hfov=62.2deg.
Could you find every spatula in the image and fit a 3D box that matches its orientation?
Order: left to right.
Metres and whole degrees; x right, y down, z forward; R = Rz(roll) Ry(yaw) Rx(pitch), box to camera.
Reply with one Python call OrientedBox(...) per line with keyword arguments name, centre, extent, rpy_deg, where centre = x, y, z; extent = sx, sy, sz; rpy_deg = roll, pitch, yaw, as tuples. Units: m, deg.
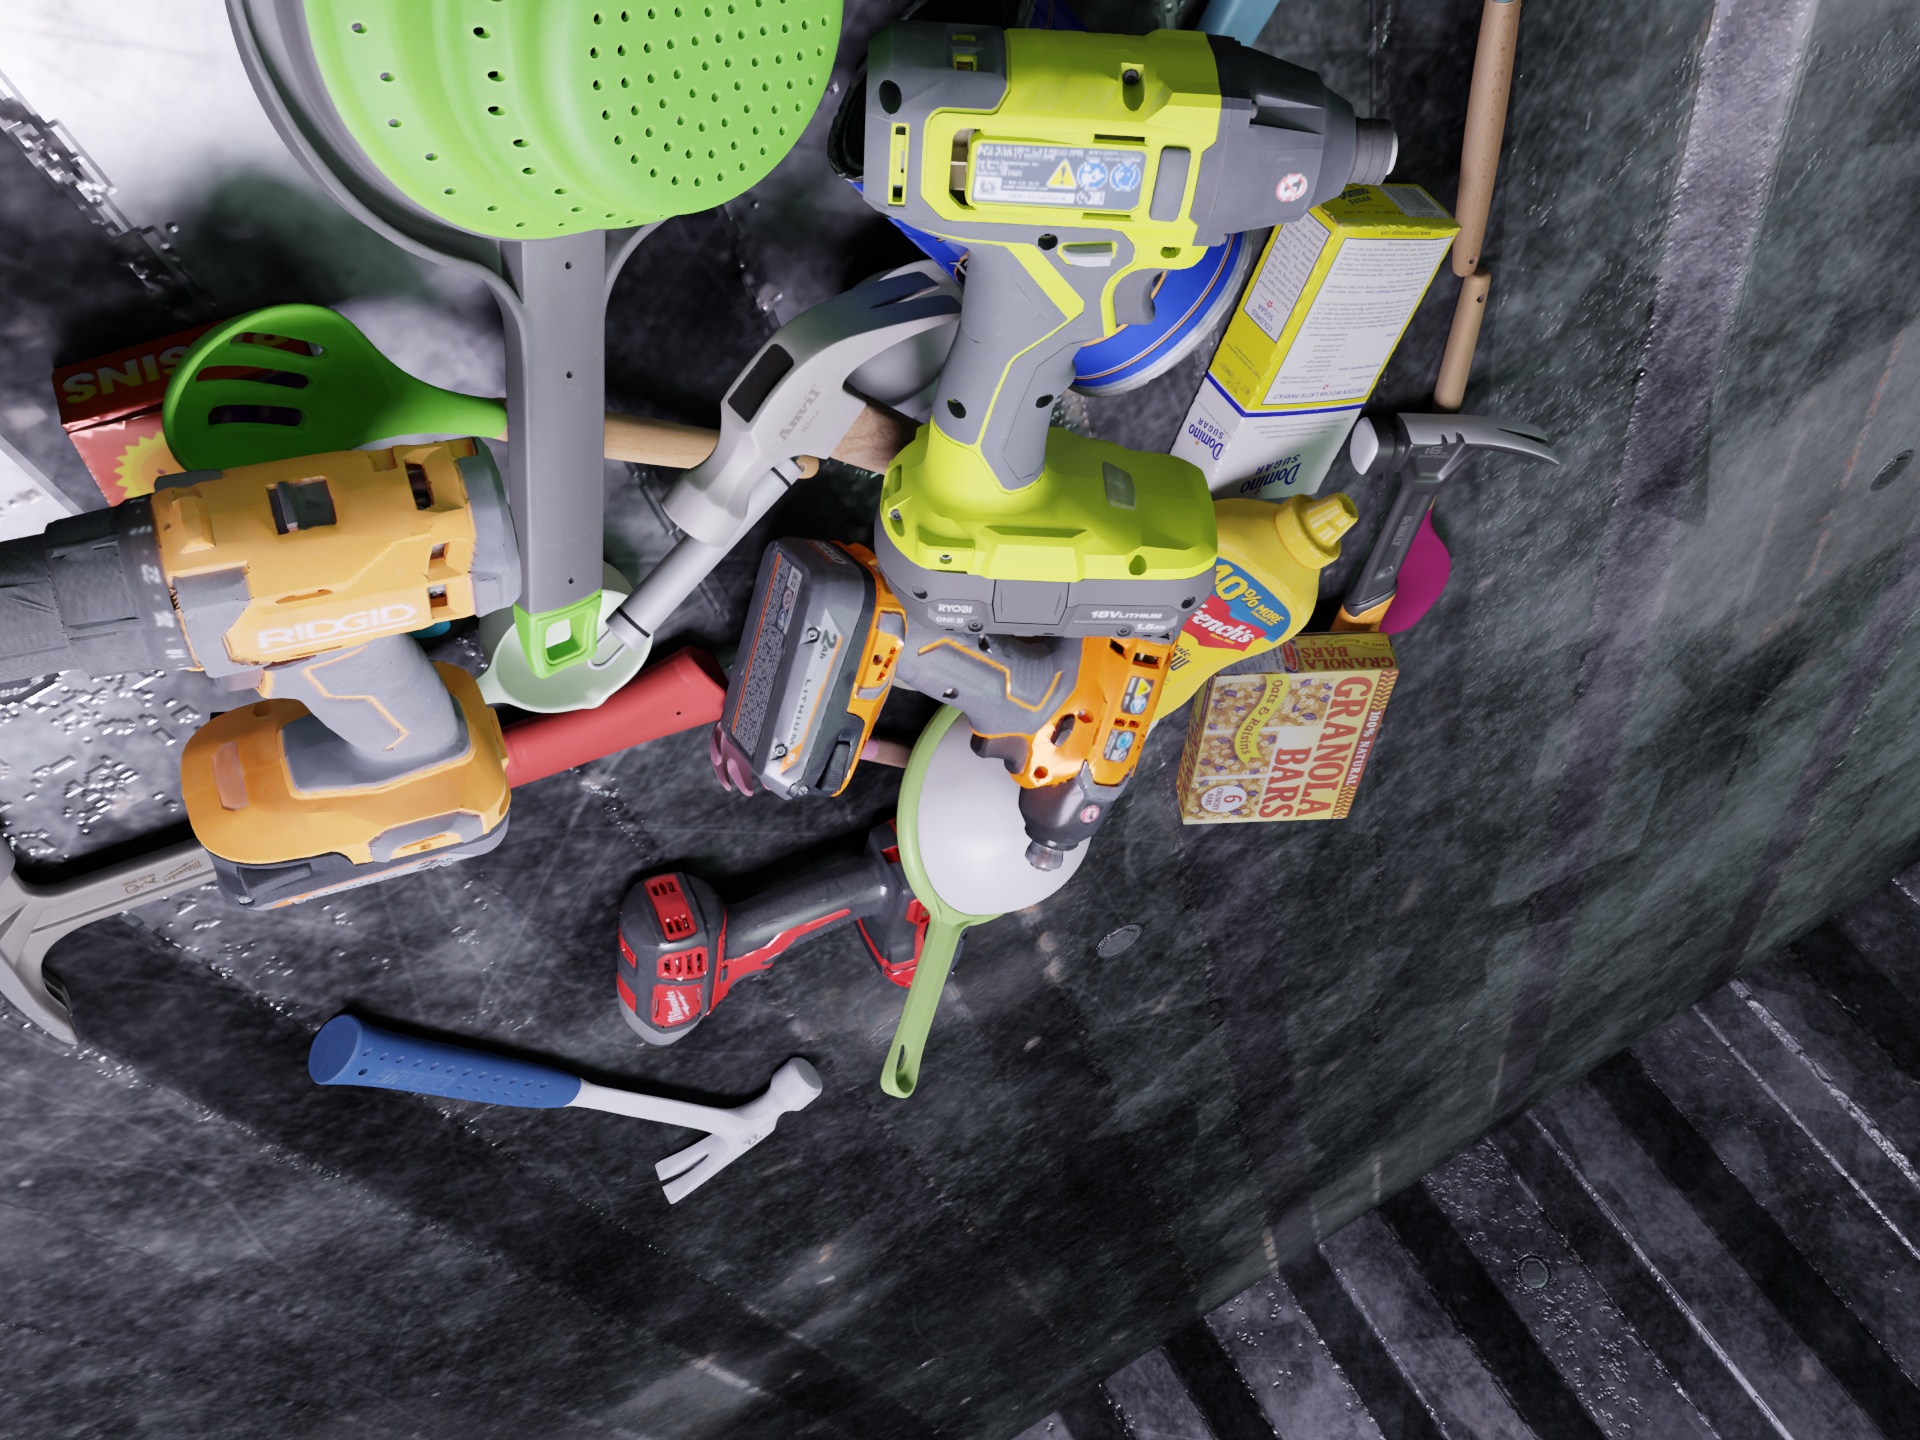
OrientedBox(name="spatula", centre=(0.250, -0.332, 0.757), extent=(0.082, 0.044, 0.317), rpy_deg=(-31, 151, -6))

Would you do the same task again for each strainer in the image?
OrientedBox(name="strainer", centre=(-0.075, -0.119, 0.695), extent=(0.258, 0.050, 0.086), rpy_deg=(-47, 151, -2))
OrientedBox(name="strainer", centre=(0.019, 0.102, 0.940), extent=(0.151, 0.069, 0.256), rpy_deg=(34, 70, -47))

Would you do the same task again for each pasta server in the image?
OrientedBox(name="pasta server", centre=(-0.032, 0.024, 0.953), extent=(0.316, 0.040, 0.060), rpy_deg=(13, 114, -49))

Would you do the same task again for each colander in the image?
OrientedBox(name="colander", centre=(-0.115, -0.158, 0.531), extent=(0.204, 0.095, 0.396), rpy_deg=(-29, 143, -38))

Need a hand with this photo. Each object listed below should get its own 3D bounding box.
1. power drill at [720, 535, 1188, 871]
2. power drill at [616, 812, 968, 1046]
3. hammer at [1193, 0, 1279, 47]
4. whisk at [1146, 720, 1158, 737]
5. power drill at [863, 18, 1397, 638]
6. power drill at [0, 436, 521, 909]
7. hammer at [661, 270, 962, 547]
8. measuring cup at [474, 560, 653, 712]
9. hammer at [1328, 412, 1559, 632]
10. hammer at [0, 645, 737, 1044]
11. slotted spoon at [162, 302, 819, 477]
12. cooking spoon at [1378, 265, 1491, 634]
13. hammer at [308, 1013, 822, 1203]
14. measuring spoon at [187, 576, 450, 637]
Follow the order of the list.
OrientedBox(name="power drill", centre=(-0.001, -0.003, 0.819), extent=(0.226, 0.084, 0.164), rpy_deg=(7, 109, -30))
OrientedBox(name="power drill", centre=(-0.109, 0.138, 1.001), extent=(0.219, 0.079, 0.143), rpy_deg=(-13, 141, -25))
OrientedBox(name="hammer", centre=(0.081, -0.241, 0.717), extent=(0.128, 0.033, 0.331), rpy_deg=(-1, 135, -41))
OrientedBox(name="whisk", centre=(0.127, -0.023, 1.023), extent=(0.058, 0.059, 0.246), rpy_deg=(-43, 163, -41))
OrientedBox(name="power drill", centre=(0.049, -0.133, 0.574), extent=(0.171, 0.080, 0.223), rpy_deg=(2, 139, -4))
OrientedBox(name="power drill", centre=(-0.253, -0.009, 0.574), extent=(0.185, 0.084, 0.226), rpy_deg=(-14, 156, -21))
OrientedBox(name="hammer", centre=(0.008, -0.114, 0.739), extent=(0.130, 0.031, 0.331), rpy_deg=(-51, 154, 17))
OrientedBox(name="measuring cup", centre=(-0.225, -0.025, 0.728), extent=(0.167, 0.038, 0.083), rpy_deg=(-24, 145, -12))
OrientedBox(name="hammer", centre=(0.278, -0.070, 1.079), extent=(0.127, 0.034, 0.336), rpy_deg=(-1, 141, -12))
OrientedBox(name="hammer", centre=(-0.280, 0.045, 0.771), extent=(0.359, 0.037, 0.149), rpy_deg=(-20, 144, -19))
OrientedBox(name="slotted spoon", centre=(-0.164, -0.115, 0.631), extent=(0.313, 0.031, 0.070), rpy_deg=(-4, 129, -54))
OrientedBox(name="cooking spoon", centre=(0.300, -0.158, 1.021), extent=(0.068, 0.017, 0.318), rpy_deg=(-16, 144, -8))
OrientedBox(name="hammer", centre=(-0.256, 0.251, 1.052), extent=(0.144, 0.035, 0.405), rpy_deg=(-41, 146, 11))
OrientedBox(name="measuring spoon", centre=(-0.257, -0.041, 0.620), extent=(0.128, 0.021, 0.042), rpy_deg=(8, 130, -43))
